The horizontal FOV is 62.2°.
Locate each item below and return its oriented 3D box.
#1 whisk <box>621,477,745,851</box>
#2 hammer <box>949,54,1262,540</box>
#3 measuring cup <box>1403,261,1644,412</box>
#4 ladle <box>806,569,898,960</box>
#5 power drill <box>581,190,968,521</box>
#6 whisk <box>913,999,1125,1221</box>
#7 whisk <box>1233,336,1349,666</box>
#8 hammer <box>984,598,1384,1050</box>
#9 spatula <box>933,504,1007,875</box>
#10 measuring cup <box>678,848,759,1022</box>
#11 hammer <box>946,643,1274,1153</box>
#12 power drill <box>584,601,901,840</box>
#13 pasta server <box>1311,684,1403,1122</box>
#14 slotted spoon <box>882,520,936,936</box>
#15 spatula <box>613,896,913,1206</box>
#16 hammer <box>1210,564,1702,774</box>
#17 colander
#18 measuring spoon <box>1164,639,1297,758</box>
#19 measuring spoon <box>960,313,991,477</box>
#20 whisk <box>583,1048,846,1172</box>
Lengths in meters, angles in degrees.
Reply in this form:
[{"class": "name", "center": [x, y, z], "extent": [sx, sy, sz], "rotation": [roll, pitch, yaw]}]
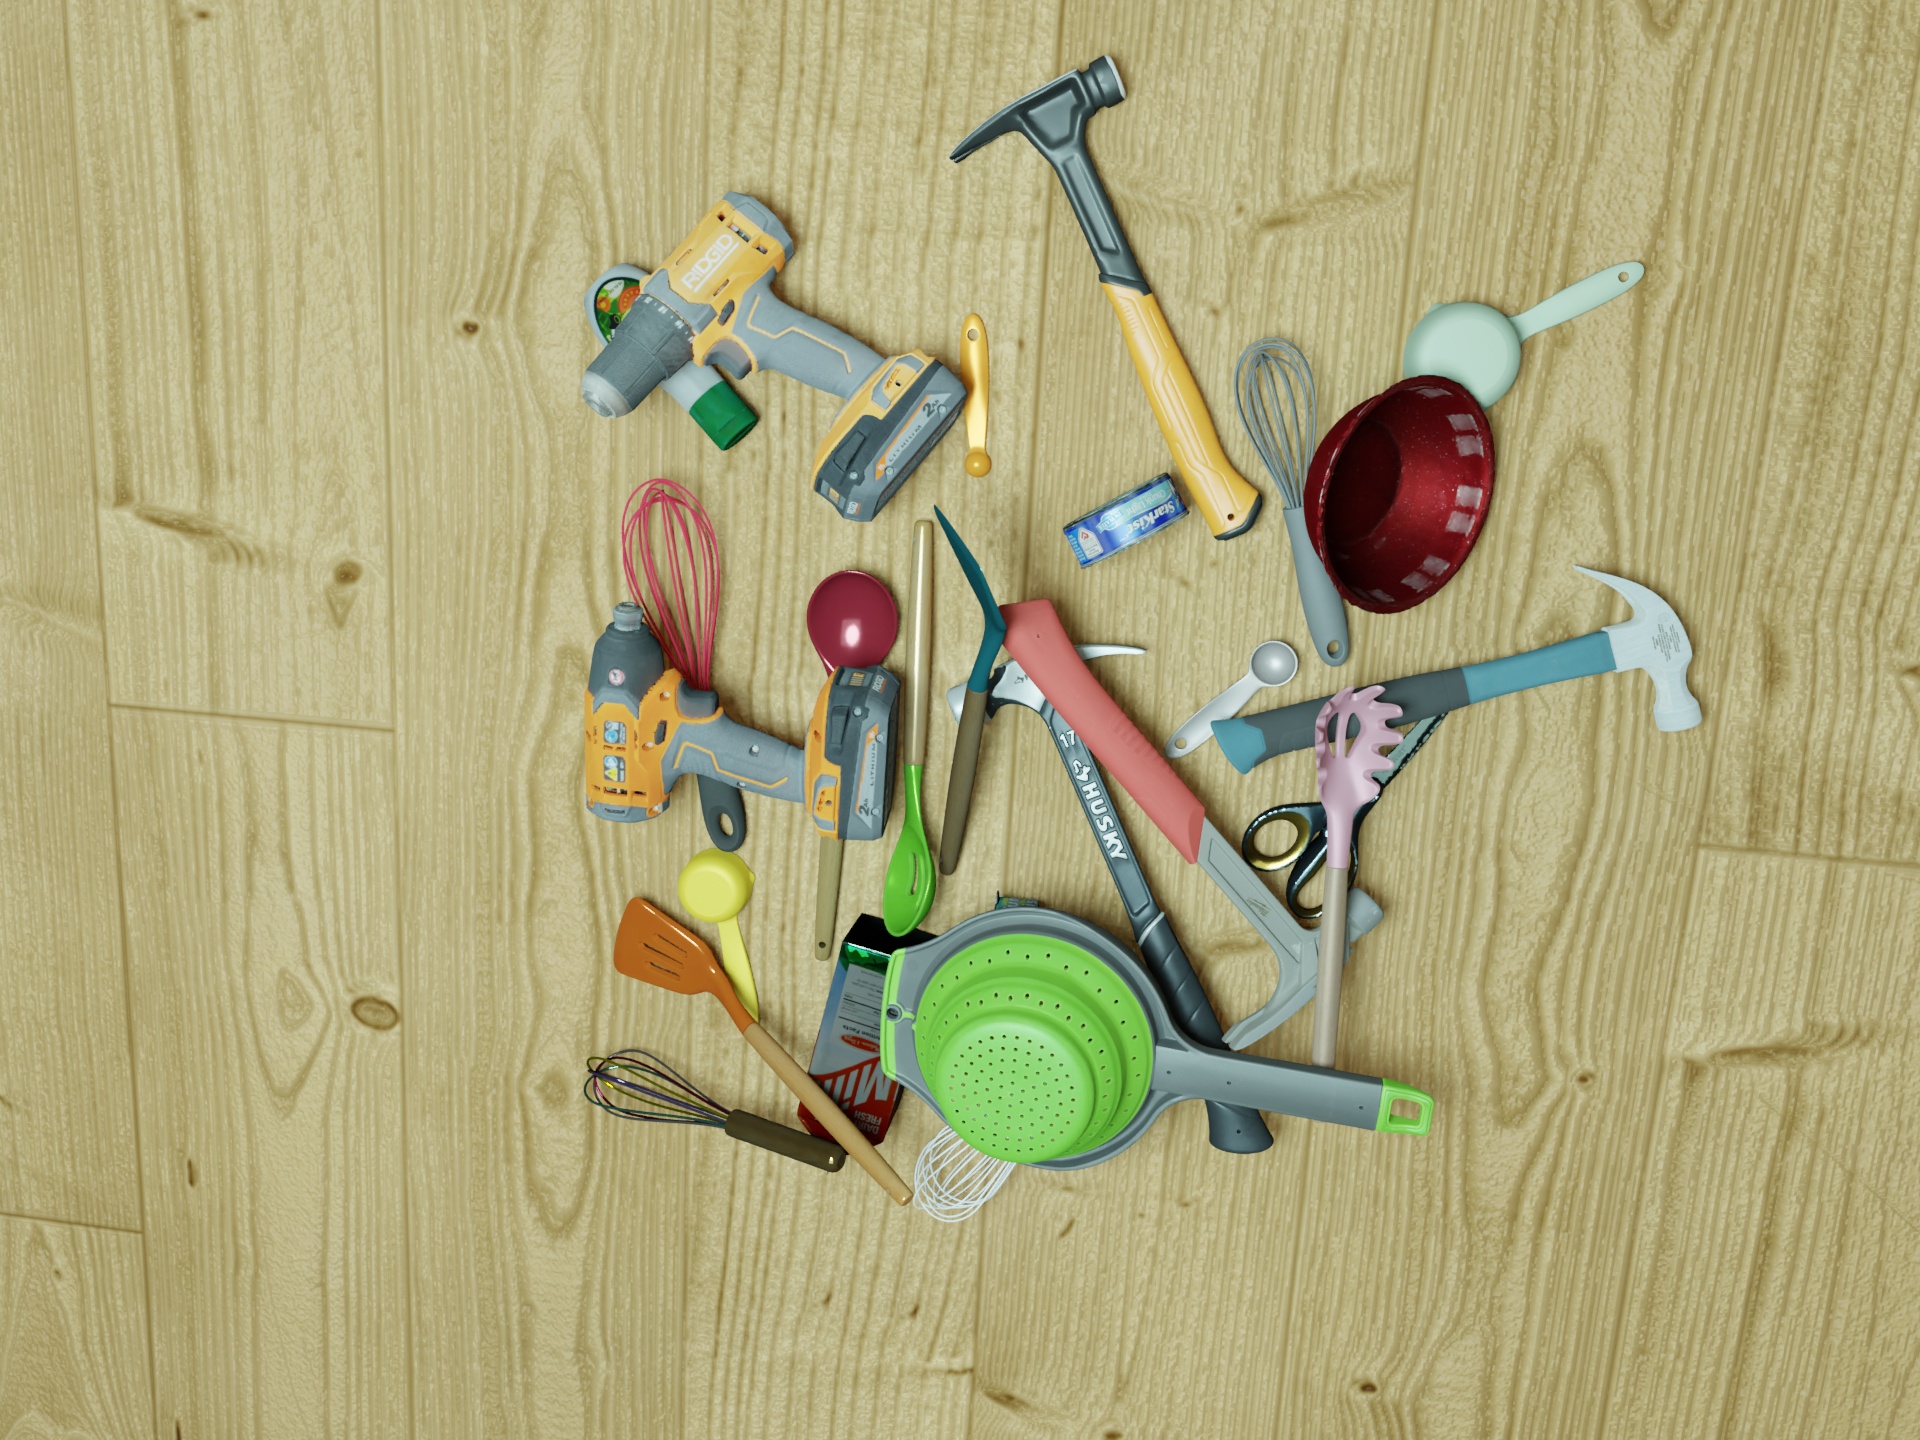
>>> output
[{"class": "whisk", "center": [-0.201, -0.037, 1.205], "extent": [0.073, 0.073, 0.295], "rotation": [-6, 107, 10]}, {"class": "hammer", "center": [0.118, -0.279, 1.113], "extent": [0.127, 0.034, 0.337], "rotation": [-25, 98, 12]}, {"class": "measuring cup", "center": [0.382, -0.266, 1.073], "extent": [0.167, 0.038, 0.083], "rotation": [-26, 97, 15]}, {"class": "ladle", "center": [-0.093, 0.038, 1.218], "extent": [0.069, 0.031, 0.315], "rotation": [8, 105, 5]}, {"class": "power drill", "center": [-0.133, -0.235, 1.109], "extent": [0.226, 0.084, 0.185], "rotation": [39, 76, 0]}, {"class": "whisk", "center": [0.066, 0.287, 1.235], "extent": [0.070, 0.070, 0.284], "rotation": [44, 100, -3]}, {"class": "whisk", "center": [0.241, -0.151, 1.120], "extent": [0.055, 0.055, 0.239], "rotation": [-14, 104, 11]}, {"class": "hammer", "center": [0.138, 0.061, 1.132], "extent": [0.149, 0.037, 0.359], "rotation": [-42, 97, -4]}, {"class": "spatula", "center": [-0.002, -0.004, 1.128], "extent": [0.044, 0.082, 0.317], "rotation": [-11, 133, -22]}, {"class": "measuring cup", "center": [-0.185, 0.179, 1.260], "extent": [0.062, 0.029, 0.156], "rotation": [-10, 99, 10]}, {"class": "hammer", "center": [0.138, 0.134, 1.178], "extent": [0.149, 0.036, 0.409], "rotation": [-24, 93, 8]}, {"class": "power drill", "center": [-0.161, 0.001, 1.150], "extent": [0.226, 0.084, 0.164], "rotation": [6, 115, 4]}, {"class": "pasta server", "center": [0.265, 0.131, 1.114], "extent": [0.060, 0.040, 0.316], "rotation": [1, 97, -10]}, {"class": "slotted spoon", "center": [-0.033, 0.008, 1.195], "extent": [0.031, 0.070, 0.313], "rotation": [-2, 99, -28]}, {"class": "spatula", "center": [-0.152, 0.255, 1.212], "extent": [0.323, 0.041, 0.081], "rotation": [40, 126, 28]}, {"class": "hammer", "center": [0.344, -0.020, 1.126], "extent": [0.331, 0.033, 0.128], "rotation": [-14, 98, 7]}, {"class": "colander", "center": [0.124, 0.253, 1.104], "extent": [0.397, 0.094, 0.204], "rotation": [8, 106, 12]}, {"class": "measuring spoon", "center": [0.197, -0.015, 1.172], "extent": [0.034, 0.018, 0.124], "rotation": [45, 111, -5]}, {"class": "measuring spoon", "center": [0.010, -0.234, 1.150], "extent": [0.021, 0.011, 0.117], "rotation": [0, 102, 8]}, {"class": "whisk", "center": [-0.198, 0.307, 1.244], "extent": [0.245, 0.051, 0.047], "rotation": [12, 111, 26]}]
